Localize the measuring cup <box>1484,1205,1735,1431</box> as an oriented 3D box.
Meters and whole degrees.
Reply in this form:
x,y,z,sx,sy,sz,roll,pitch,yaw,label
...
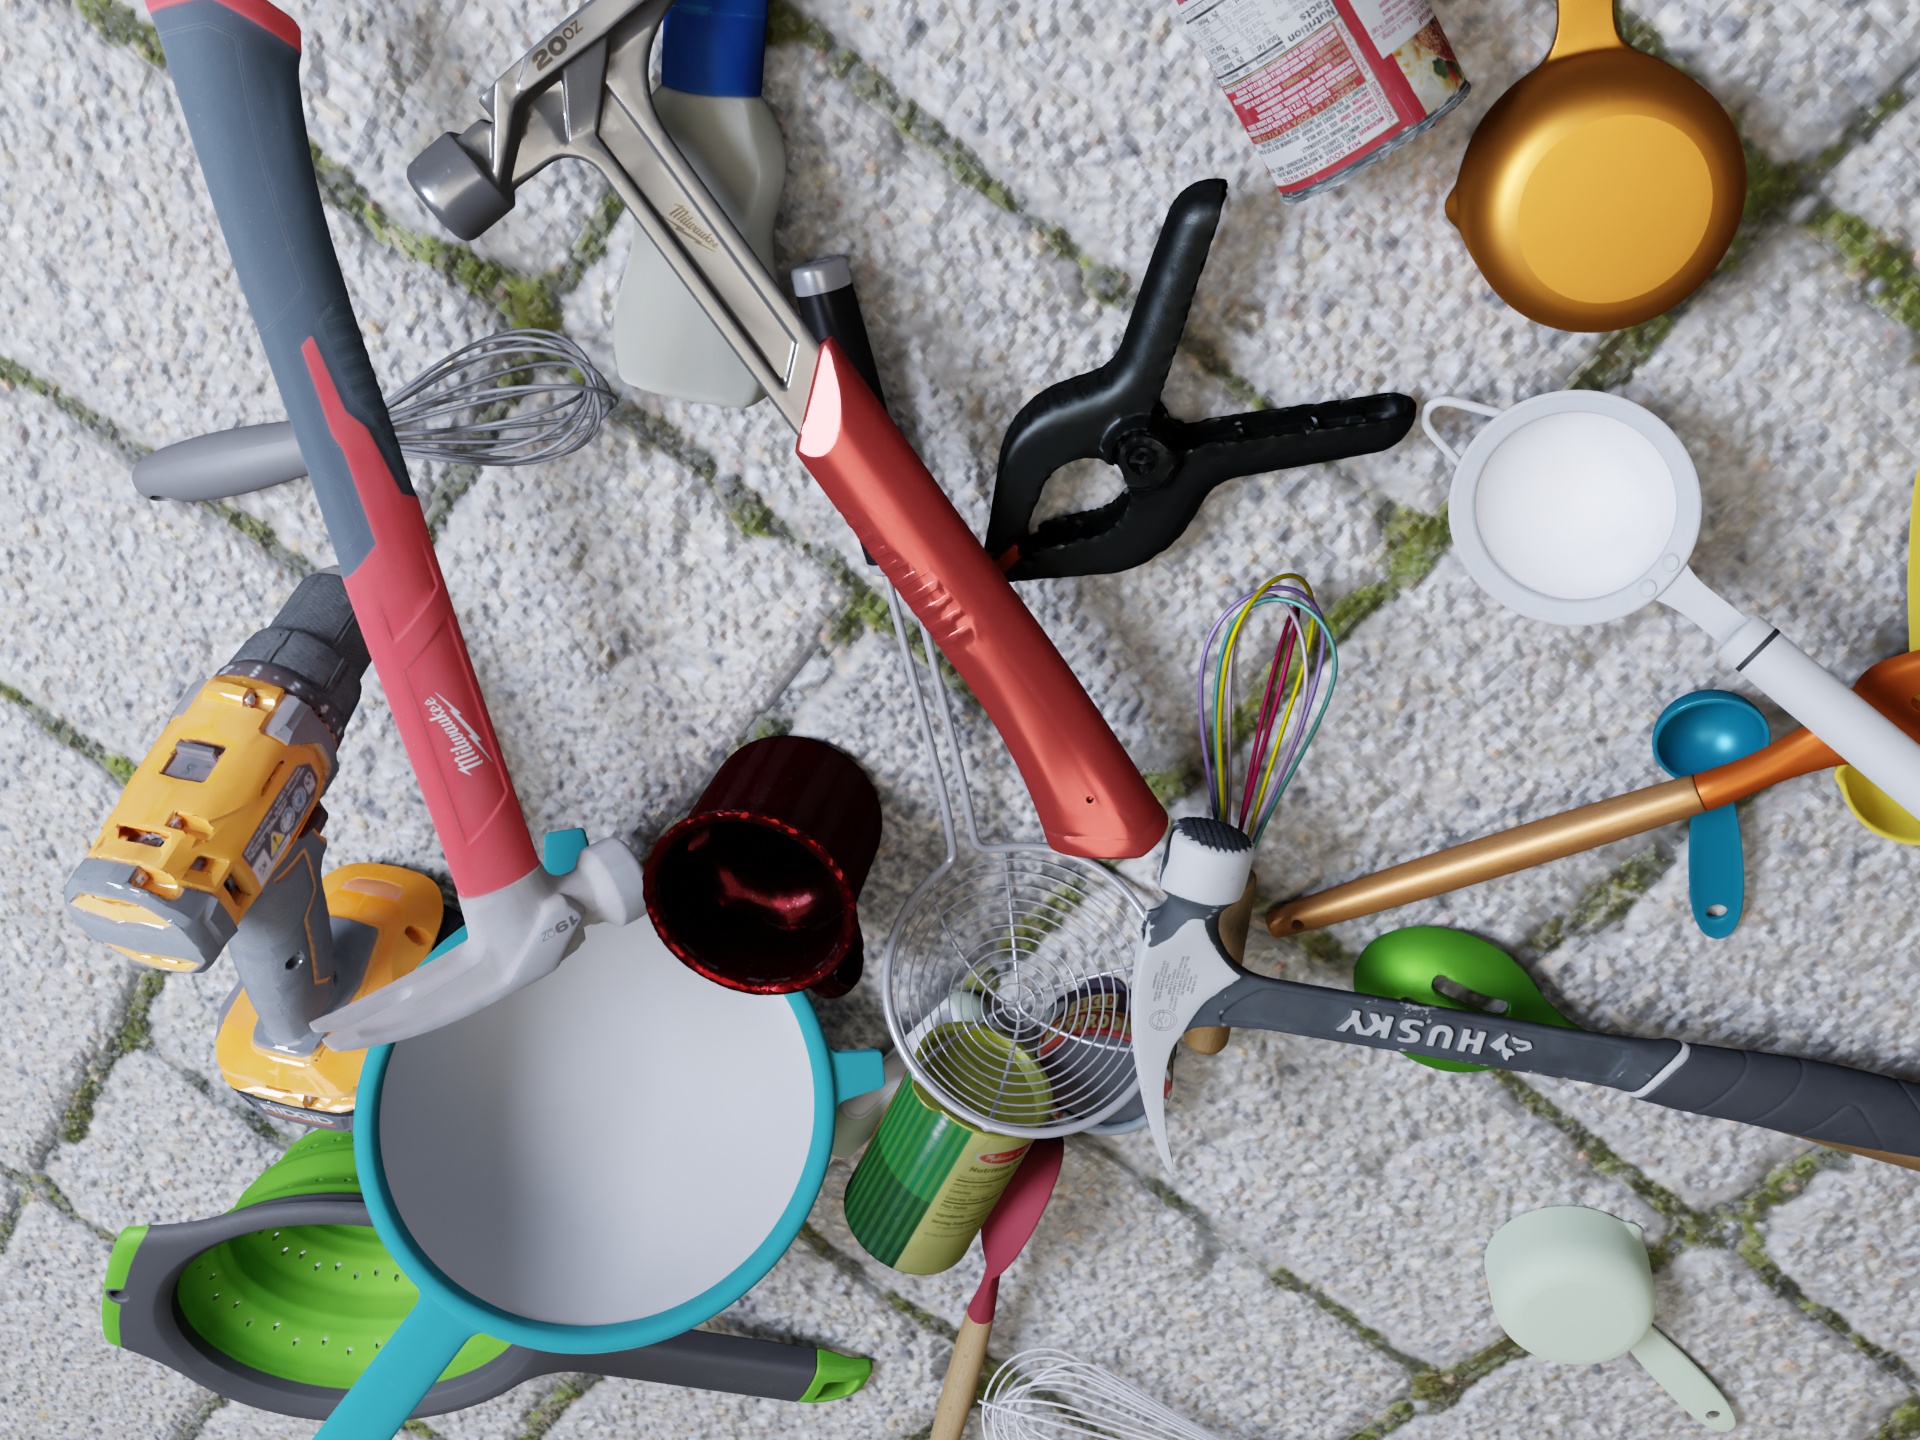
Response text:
x,y,z,sx,sy,sz,roll,pitch,yaw,label
0.323,0.304,0.768,0.167,0.038,0.083,44,117,-11,measuring cup

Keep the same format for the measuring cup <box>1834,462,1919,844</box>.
x,y,z,sx,sy,sz,roll,pitch,yaw,label
0.361,-0.031,0.595,0.062,0.029,0.156,0,106,17,measuring cup

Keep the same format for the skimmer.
x,y,z,sx,sy,sz,roll,pitch,yaw,label
-0.001,-0.002,0.642,0.127,0.090,0.363,-21,113,-15,skimmer

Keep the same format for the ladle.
x,y,z,sx,sy,sz,roll,pitch,yaw,label
0.008,0.327,0.842,0.031,0.069,0.315,15,126,5,ladle

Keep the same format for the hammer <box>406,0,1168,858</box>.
x,y,z,sx,sy,sz,roll,pitch,yaw,label
-0.024,-0.094,0.577,0.149,0.037,0.358,-36,109,5,hammer

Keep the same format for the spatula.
x,y,z,sx,sy,sz,roll,pitch,yaw,label
0.263,0.040,0.618,0.322,0.041,0.081,-23,110,30,spatula

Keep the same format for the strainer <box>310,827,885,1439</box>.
x,y,z,sx,sy,sz,roll,pitch,yaw,label
-0.207,0.227,0.743,0.211,0.095,0.340,39,83,-10,strainer

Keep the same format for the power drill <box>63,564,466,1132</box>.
x,y,z,sx,sy,sz,roll,pitch,yaw,label
-0.285,0.059,0.702,0.084,0.185,0.226,10,142,7,power drill

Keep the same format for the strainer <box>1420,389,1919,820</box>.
x,y,z,sx,sy,sz,roll,pitch,yaw,label
0.269,-0.032,0.558,0.258,0.050,0.086,45,128,17,strainer

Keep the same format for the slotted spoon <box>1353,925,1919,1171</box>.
x,y,z,sx,sy,sz,roll,pitch,yaw,label
0.326,0.159,0.698,0.314,0.031,0.070,17,116,1,slotted spoon

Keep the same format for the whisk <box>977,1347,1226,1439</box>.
x,y,z,sx,sy,sz,roll,pitch,yaw,label
0.146,0.401,0.850,0.284,0.070,0.070,16,120,-3,whisk

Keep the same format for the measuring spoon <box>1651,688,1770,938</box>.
x,y,z,sx,sy,sz,roll,pitch,yaw,label
0.304,0.037,0.646,0.042,0.021,0.128,-6,126,20,measuring spoon

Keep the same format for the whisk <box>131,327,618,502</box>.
x,y,z,sx,sy,sz,roll,pitch,yaw,label
-0.249,-0.118,0.657,0.239,0.055,0.055,-7,116,19,whisk

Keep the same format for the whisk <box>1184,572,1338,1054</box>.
x,y,z,sx,sy,sz,roll,pitch,yaw,label
0.121,0.048,0.674,0.051,0.047,0.244,14,125,18,whisk

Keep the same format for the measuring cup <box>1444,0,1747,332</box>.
x,y,z,sx,sy,sz,roll,pitch,yaw,label
0.204,-0.210,0.508,0.095,0.052,0.173,-5,119,14,measuring cup

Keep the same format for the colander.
x,y,z,sx,sy,sz,roll,pitch,yaw,label
-0.238,0.299,0.865,0.397,0.095,0.204,16,126,-18,colander

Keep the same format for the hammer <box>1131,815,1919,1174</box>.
x,y,z,sx,sy,sz,roll,pitch,yaw,label
0.268,0.146,0.660,0.409,0.036,0.149,11,108,-3,hammer

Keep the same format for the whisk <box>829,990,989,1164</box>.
x,y,z,sx,sy,sz,roll,pitch,yaw,label
-0.069,0.214,0.799,0.059,0.058,0.246,20,123,-42,whisk

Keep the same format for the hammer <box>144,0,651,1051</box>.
x,y,z,sx,sy,sz,roll,pitch,yaw,label
-0.229,-0.064,0.588,0.038,0.143,0.386,17,126,49,hammer
